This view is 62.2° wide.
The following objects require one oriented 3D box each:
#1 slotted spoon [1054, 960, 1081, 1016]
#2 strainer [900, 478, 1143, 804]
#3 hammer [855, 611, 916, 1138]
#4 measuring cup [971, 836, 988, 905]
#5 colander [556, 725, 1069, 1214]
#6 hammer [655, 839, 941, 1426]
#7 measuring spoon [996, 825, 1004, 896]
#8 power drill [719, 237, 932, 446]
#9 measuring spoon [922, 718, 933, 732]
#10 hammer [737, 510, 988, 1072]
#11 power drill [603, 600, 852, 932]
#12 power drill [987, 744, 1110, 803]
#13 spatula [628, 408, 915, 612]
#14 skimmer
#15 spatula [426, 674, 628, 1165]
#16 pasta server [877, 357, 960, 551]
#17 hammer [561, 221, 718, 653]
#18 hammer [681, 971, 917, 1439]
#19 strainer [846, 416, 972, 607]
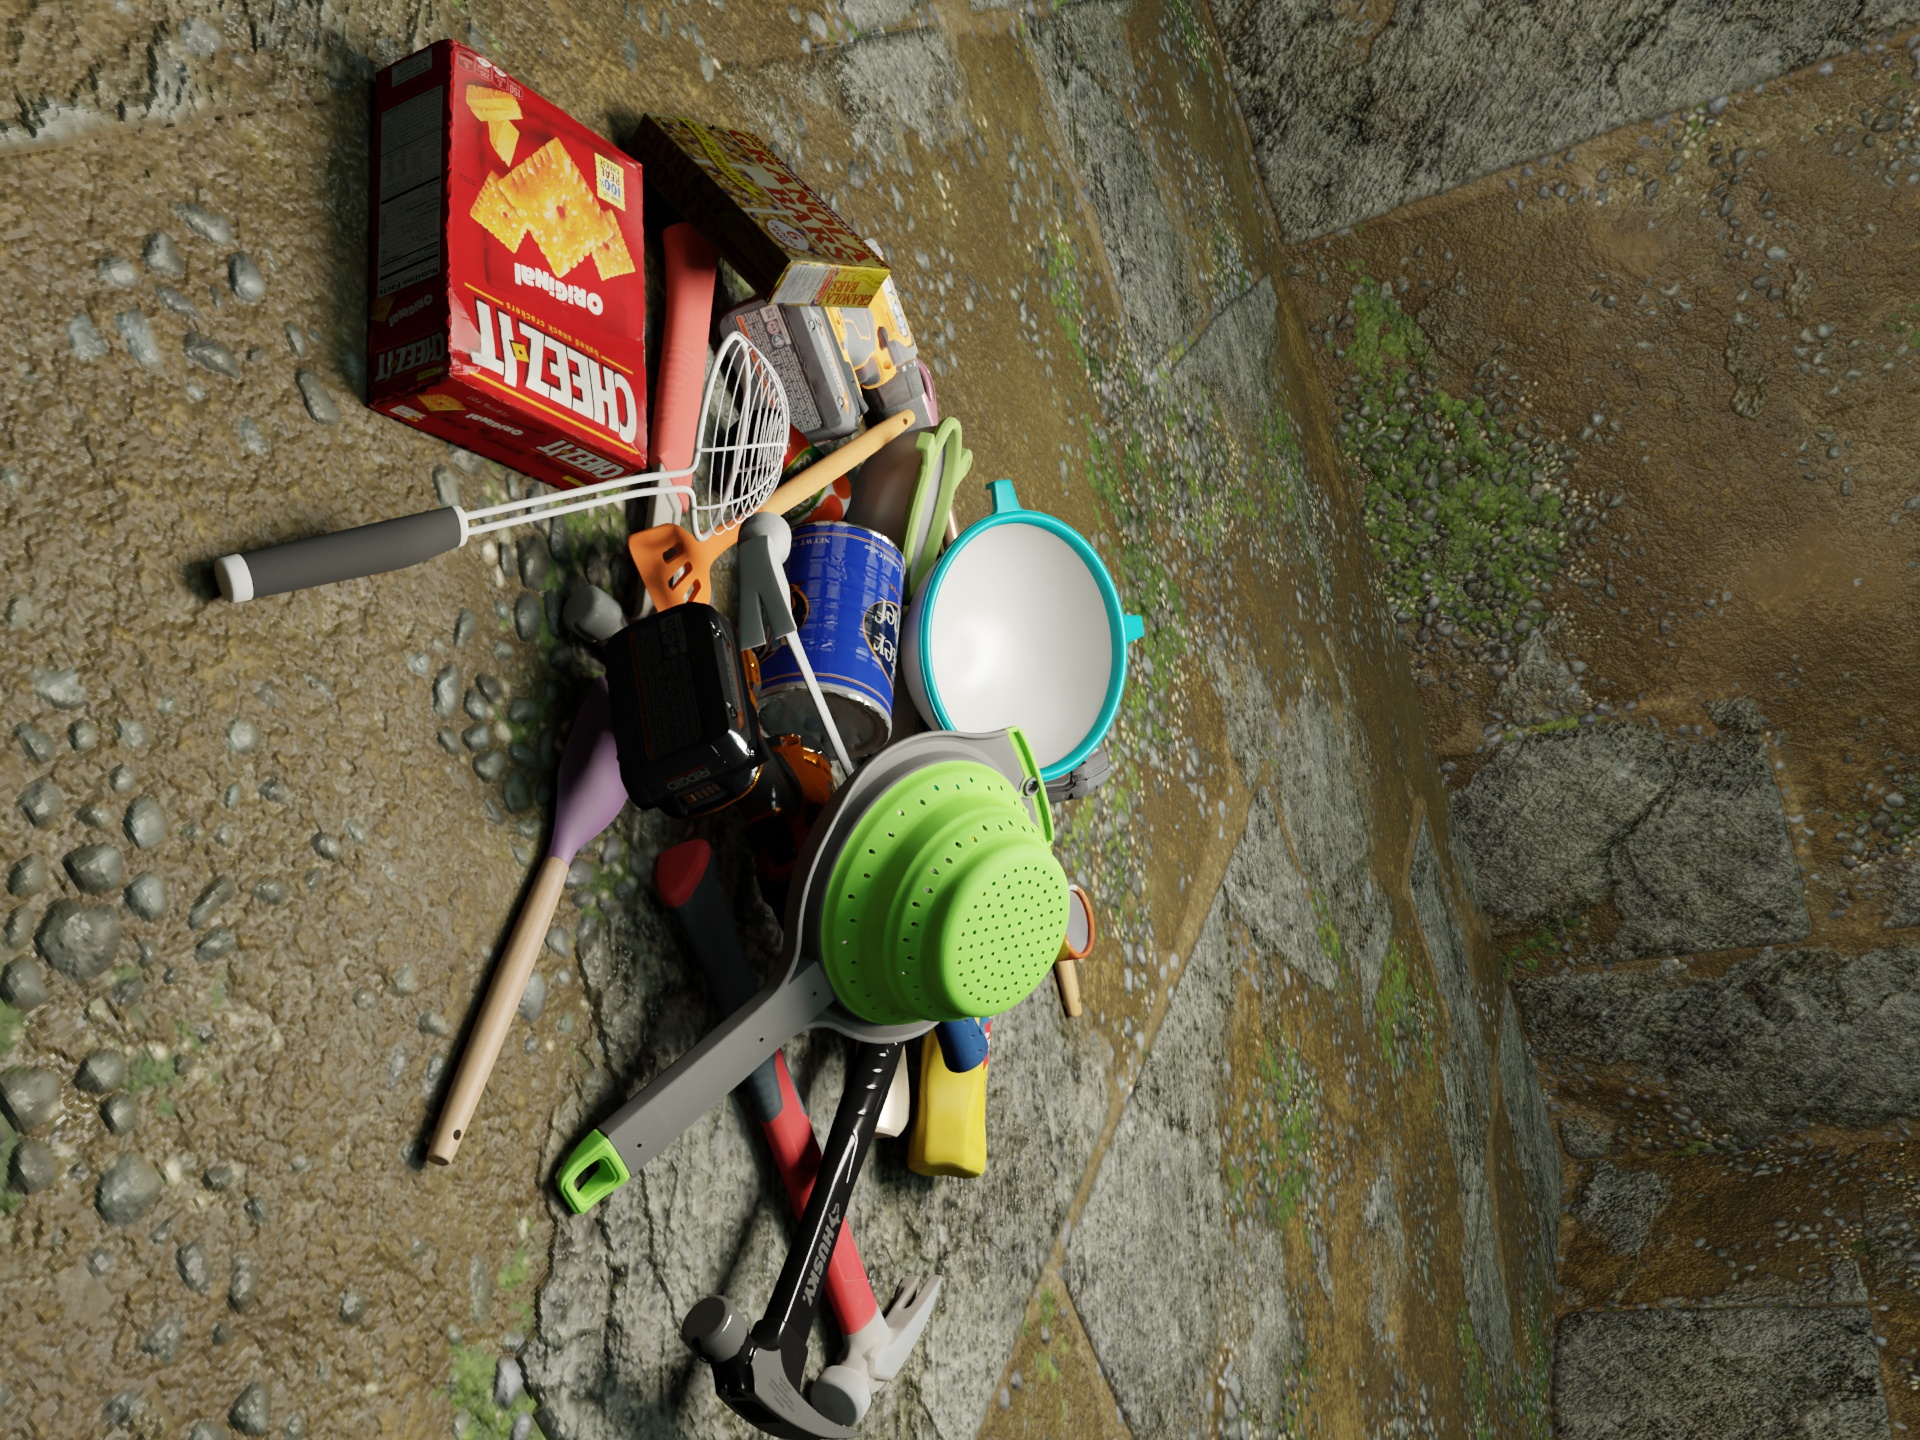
[{"bbox_3d":[0.073,0.118,1.457,0.070,0.031,0.314,-15,94,-64],"label":"slotted spoon"},{"bbox_3d":[-0.002,-0.004,1.234,0.210,0.095,0.340,42,66,-31],"label":"strainer"},{"bbox_3d":[-0.062,0.103,1.200,0.146,0.038,0.411,35,49,-50],"label":"hammer"},{"bbox_3d":[0.008,0.152,1.325,0.062,0.029,0.157,37,42,-51],"label":"measuring cup"},{"bbox_3d":[-0.057,0.161,0.940,0.397,0.095,0.204,-39,129,-27],"label":"colander"},{"bbox_3d":[-0.108,0.255,1.047,0.143,0.038,0.386,-38,112,-61],"label":"hammer"},{"bbox_3d":[0.028,0.127,1.388,0.034,0.018,0.124,46,34,-46],"label":"measuring spoon"},{"bbox_3d":[-0.091,-0.276,1.267,0.185,0.084,0.226,69,24,-17],"label":"power drill"},{"bbox_3d":[-0.017,0.013,1.337,0.042,0.021,0.129,16,65,-59],"label":"measuring spoon"},{"bbox_3d":[-0.060,0.069,1.032,0.144,0.035,0.405,-101,171,-64],"label":"hammer"},{"bbox_3d":[-0.129,0.048,0.985,0.226,0.084,0.164,58,13,-55],"label":"power drill"},{"bbox_3d":[0.055,-0.040,1.366,0.078,0.143,0.219,-22,100,-68],"label":"power drill"},{"bbox_3d":[-0.117,-0.151,1.088,0.323,0.041,0.081,-43,118,-44],"label":"spatula"},{"bbox_3d":[-0.238,-0.133,0.883,0.363,0.090,0.127,-22,136,-38],"label":"skimmer"},{"bbox_3d":[-0.235,0.103,0.897,0.059,0.018,0.316,54,34,-38],"label":"spatula"},{"bbox_3d":[-0.018,-0.177,1.415,0.060,0.040,0.316,-28,108,-62],"label":"pasta server"},{"bbox_3d":[-0.190,-0.188,1.086,0.149,0.037,0.359,37,48,-51],"label":"hammer"},{"bbox_3d":[-0.075,0.290,1.016,0.146,0.035,0.335,61,30,-29],"label":"hammer"},{"bbox_3d":[-0.041,-0.190,1.293,0.256,0.069,0.151,-66,169,-65],"label":"strainer"}]
